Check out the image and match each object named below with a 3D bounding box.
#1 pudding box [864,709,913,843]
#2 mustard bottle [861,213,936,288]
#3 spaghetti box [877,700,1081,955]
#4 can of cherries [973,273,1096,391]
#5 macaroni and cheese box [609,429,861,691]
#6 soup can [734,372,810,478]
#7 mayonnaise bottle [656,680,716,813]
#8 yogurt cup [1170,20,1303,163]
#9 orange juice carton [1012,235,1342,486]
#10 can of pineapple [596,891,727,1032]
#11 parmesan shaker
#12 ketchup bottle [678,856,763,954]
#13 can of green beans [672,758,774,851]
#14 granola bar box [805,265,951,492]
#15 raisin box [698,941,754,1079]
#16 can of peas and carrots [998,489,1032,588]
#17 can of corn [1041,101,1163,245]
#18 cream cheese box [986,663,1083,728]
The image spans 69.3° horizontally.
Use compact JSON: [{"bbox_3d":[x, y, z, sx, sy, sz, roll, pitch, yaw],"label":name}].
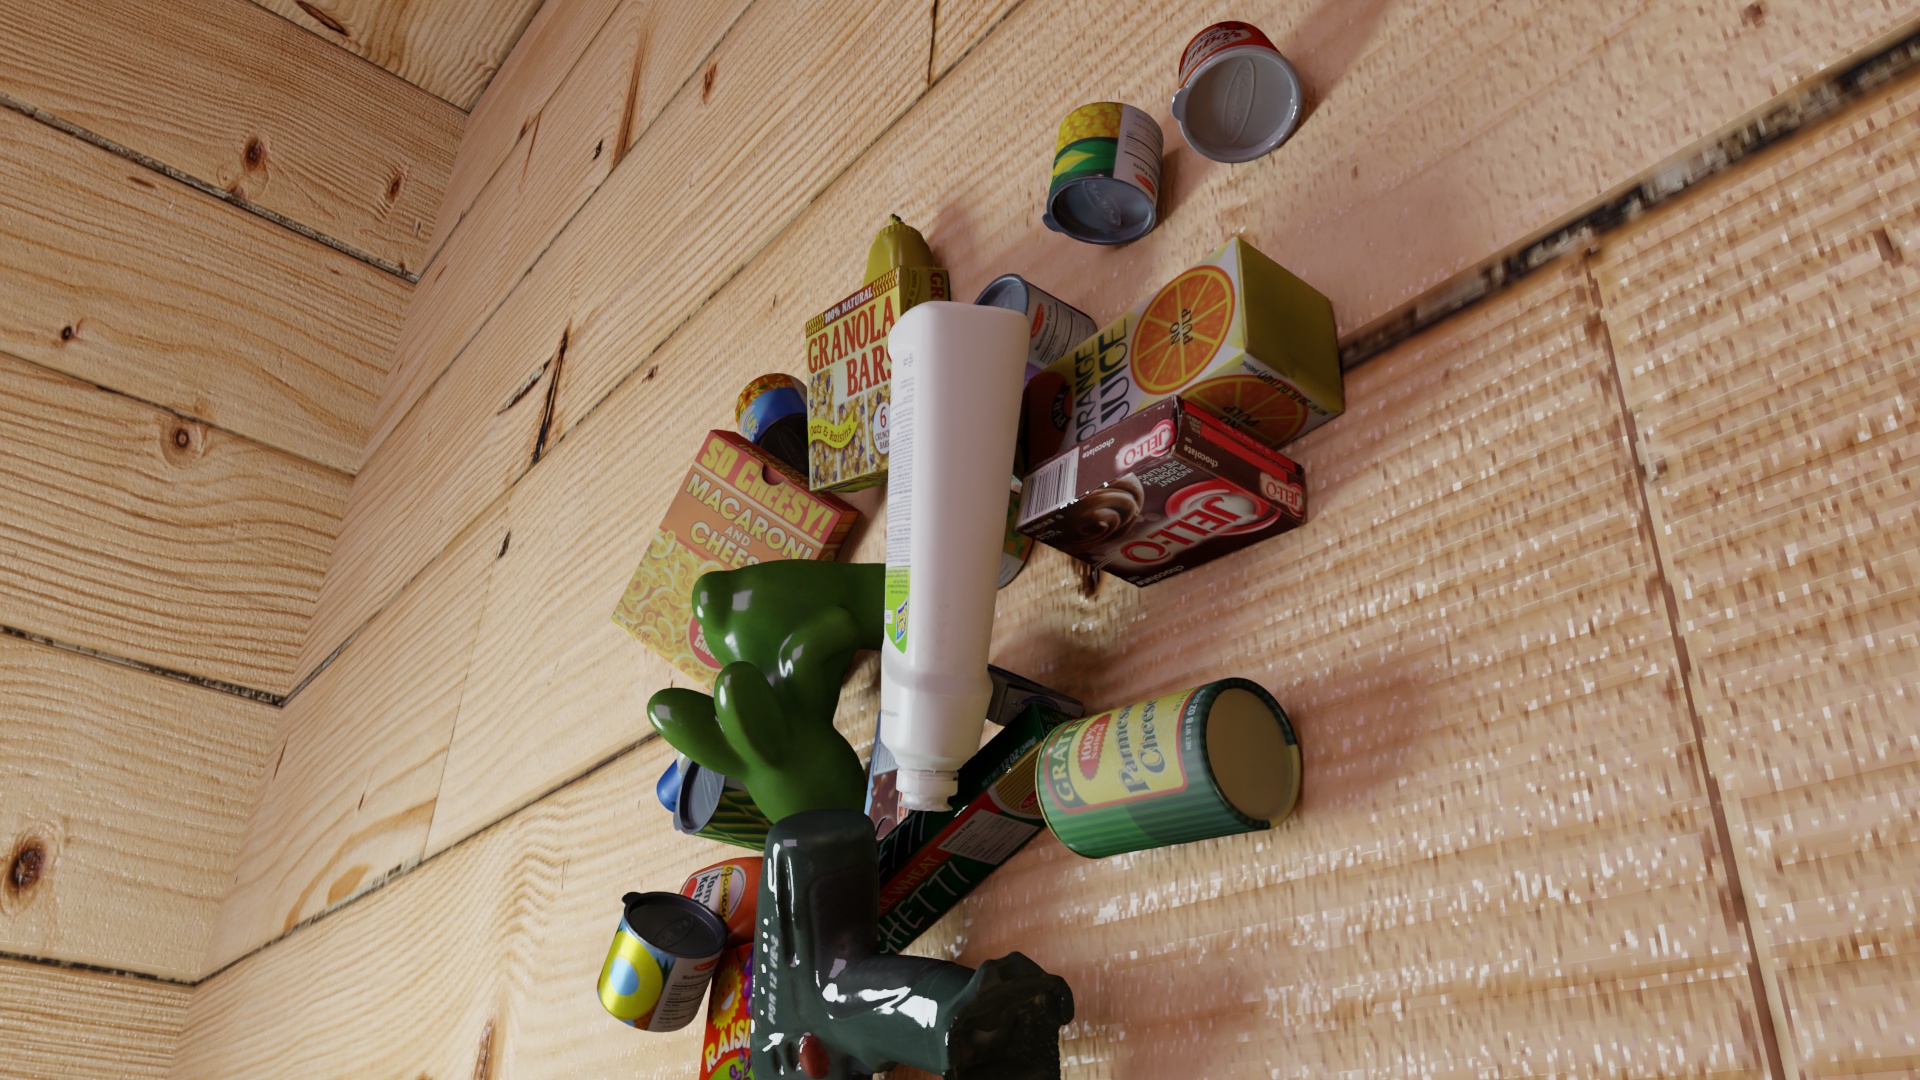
[{"bbox_3d":[-0.029,0.137,0.816,0.049,0.030,0.084,-24,51,46],"label":"pudding box"},{"bbox_3d":[-0.044,-0.189,1.034,0.065,0.049,0.161,-40,40,41],"label":"mustard bottle"},{"bbox_3d":[-0.017,0.174,0.754,0.249,0.050,0.029,-46,35,29],"label":"spaghetti box"},{"bbox_3d":[0.040,-0.122,0.857,0.071,0.058,0.072,-33,45,42],"label":"can of cherries"},{"bbox_3d":[-0.166,0.020,1.022,0.124,0.040,0.166,32,99,15],"label":"macaroni and cheese box"},{"bbox_3d":[-0.140,-0.085,1.088,0.071,0.071,0.084,-57,32,15],"label":"soup can"},{"bbox_3d":[-0.169,0.144,0.992,0.147,0.065,0.041,-48,31,33],"label":"mayonnaise bottle"},{"bbox_3d":[0.152,-0.253,0.773,0.072,0.072,0.054,-44,30,32],"label":"yogurt cup"},{"bbox_3d":[0.097,-0.067,0.723,0.192,0.072,0.073,-32,45,42],"label":"orange juice carton"},{"bbox_3d":[-0.186,0.259,0.860,0.071,0.071,0.057,44,115,57],"label":"can of pineapple"},{"bbox_3d":[0.093,0.101,0.626,0.102,0.071,0.071,-25,50,46],"label":"parmesan shaker"},{"bbox_3d":[-0.131,0.232,0.893,0.148,0.043,0.065,-29,44,44],"label":"ketchup bottle"},{"bbox_3d":[-0.152,0.174,0.947,0.071,0.058,0.071,-34,44,41],"label":"can of green beans"},{"bbox_3d":[-0.056,-0.102,0.923,0.165,0.039,0.124,-10,82,63],"label":"granola bar box"},{"bbox_3d":[-0.120,0.305,0.831,0.085,0.040,0.124,-32,44,43],"label":"raisin box"},{"bbox_3d":[0.003,-0.011,0.838,0.070,0.058,0.071,-34,43,40],"label":"can of peas and carrots"},{"bbox_3d":[0.086,-0.222,0.844,0.071,0.071,0.058,-20,53,50],"label":"can of corn"},{"bbox_3d":[0.017,0.082,0.762,0.104,0.053,0.024,16,88,58],"label":"cream cheese box"}]
